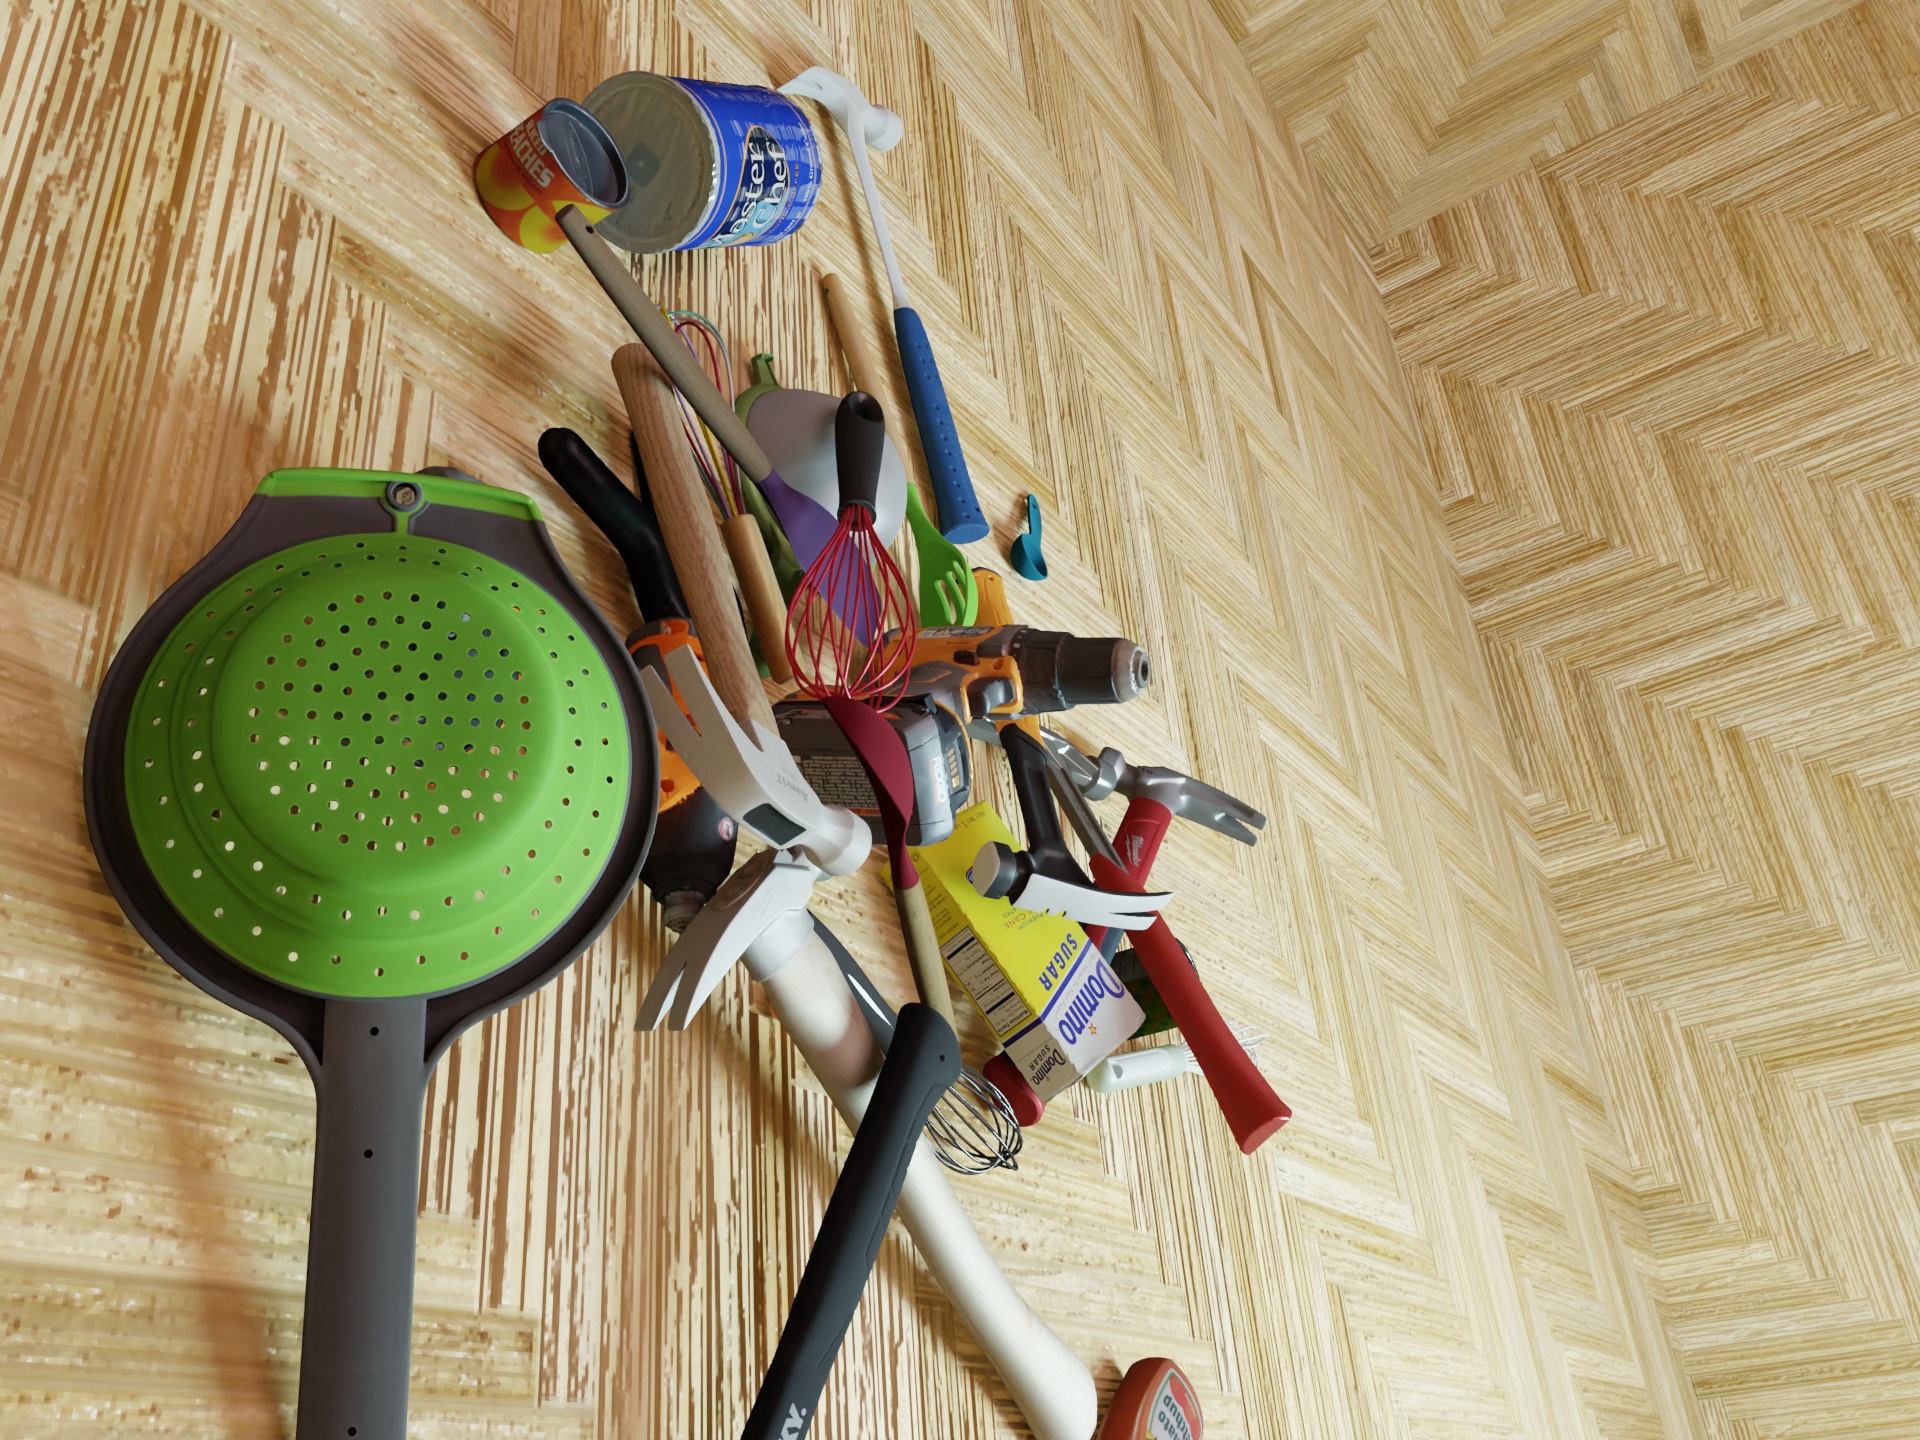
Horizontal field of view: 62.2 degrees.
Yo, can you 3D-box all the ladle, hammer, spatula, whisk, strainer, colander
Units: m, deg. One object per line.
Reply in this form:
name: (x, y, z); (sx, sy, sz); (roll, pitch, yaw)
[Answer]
ladle: (-0.026, 0.105, 0.862); (0.069, 0.031, 0.315); (52, -20, 45)
hammer: (0.114, 0.150, 1.131); (0.143, 0.038, 0.386); (23, 36, 8)
spatula: (-0.125, -0.159, 0.898); (0.315, 0.018, 0.060); (53, 37, -39)
hammer: (-0.070, 0.273, 0.707); (0.146, 0.035, 0.335); (49, 46, -31)
hammer: (-0.131, -0.078, 0.793); (0.129, 0.031, 0.332); (40, 22, -51)
whisk: (-0.060, -0.106, 0.911); (0.073, 0.073, 0.296); (47, 27, -35)
hammer: (0.112, 0.127, 1.052); (0.149, 0.036, 0.360); (25, 26, -40)
strainer: (-0.085, -0.127, 1.008); (0.151, 0.069, 0.257); (48, 32, -33)
hammer: (0.046, 0.004, 1.084); (0.127, 0.034, 0.337); (15, 36, -23)
whisk: (0.165, 0.256, 1.202); (0.246, 0.059, 0.058); (7, 55, -54)
whisk: (-0.137, -0.136, 0.934); (0.051, 0.047, 0.245); (-13, 78, -37)
hammer: (-0.051, -0.332, 1.258); (0.144, 0.035, 0.406); (8, 63, -59)
colander: (-0.200, 0.089, 0.547); (0.204, 0.094, 0.397); (3, 77, -20)
hammer: (-0.026, 0.252, 0.832); (0.146, 0.038, 0.410); (-52, 124, -46)
whisk: (-0.037, 0.178, 0.891); (0.238, 0.055, 0.055); (53, 31, -25)

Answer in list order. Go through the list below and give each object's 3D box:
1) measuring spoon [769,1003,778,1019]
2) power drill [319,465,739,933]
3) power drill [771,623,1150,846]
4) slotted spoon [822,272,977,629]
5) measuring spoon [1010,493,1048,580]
measuring spoon: (-0.099, 0.114, 0.878); (0.021, 0.011, 0.117); (46, 31, -45)
power drill: (-0.181, 0.000, 0.740); (0.226, 0.084, 0.164); (35, 41, -52)
power drill: (-0.002, -0.003, 0.948); (0.226, 0.185, 0.084); (-41, 127, -58)
slotted spoon: (-0.047, -0.192, 1.151); (0.031, 0.070, 0.314); (-8, 70, -34)
measuring spoon: (0.055, -0.156, 1.345); (0.042, 0.021, 0.129); (53, 22, -27)
